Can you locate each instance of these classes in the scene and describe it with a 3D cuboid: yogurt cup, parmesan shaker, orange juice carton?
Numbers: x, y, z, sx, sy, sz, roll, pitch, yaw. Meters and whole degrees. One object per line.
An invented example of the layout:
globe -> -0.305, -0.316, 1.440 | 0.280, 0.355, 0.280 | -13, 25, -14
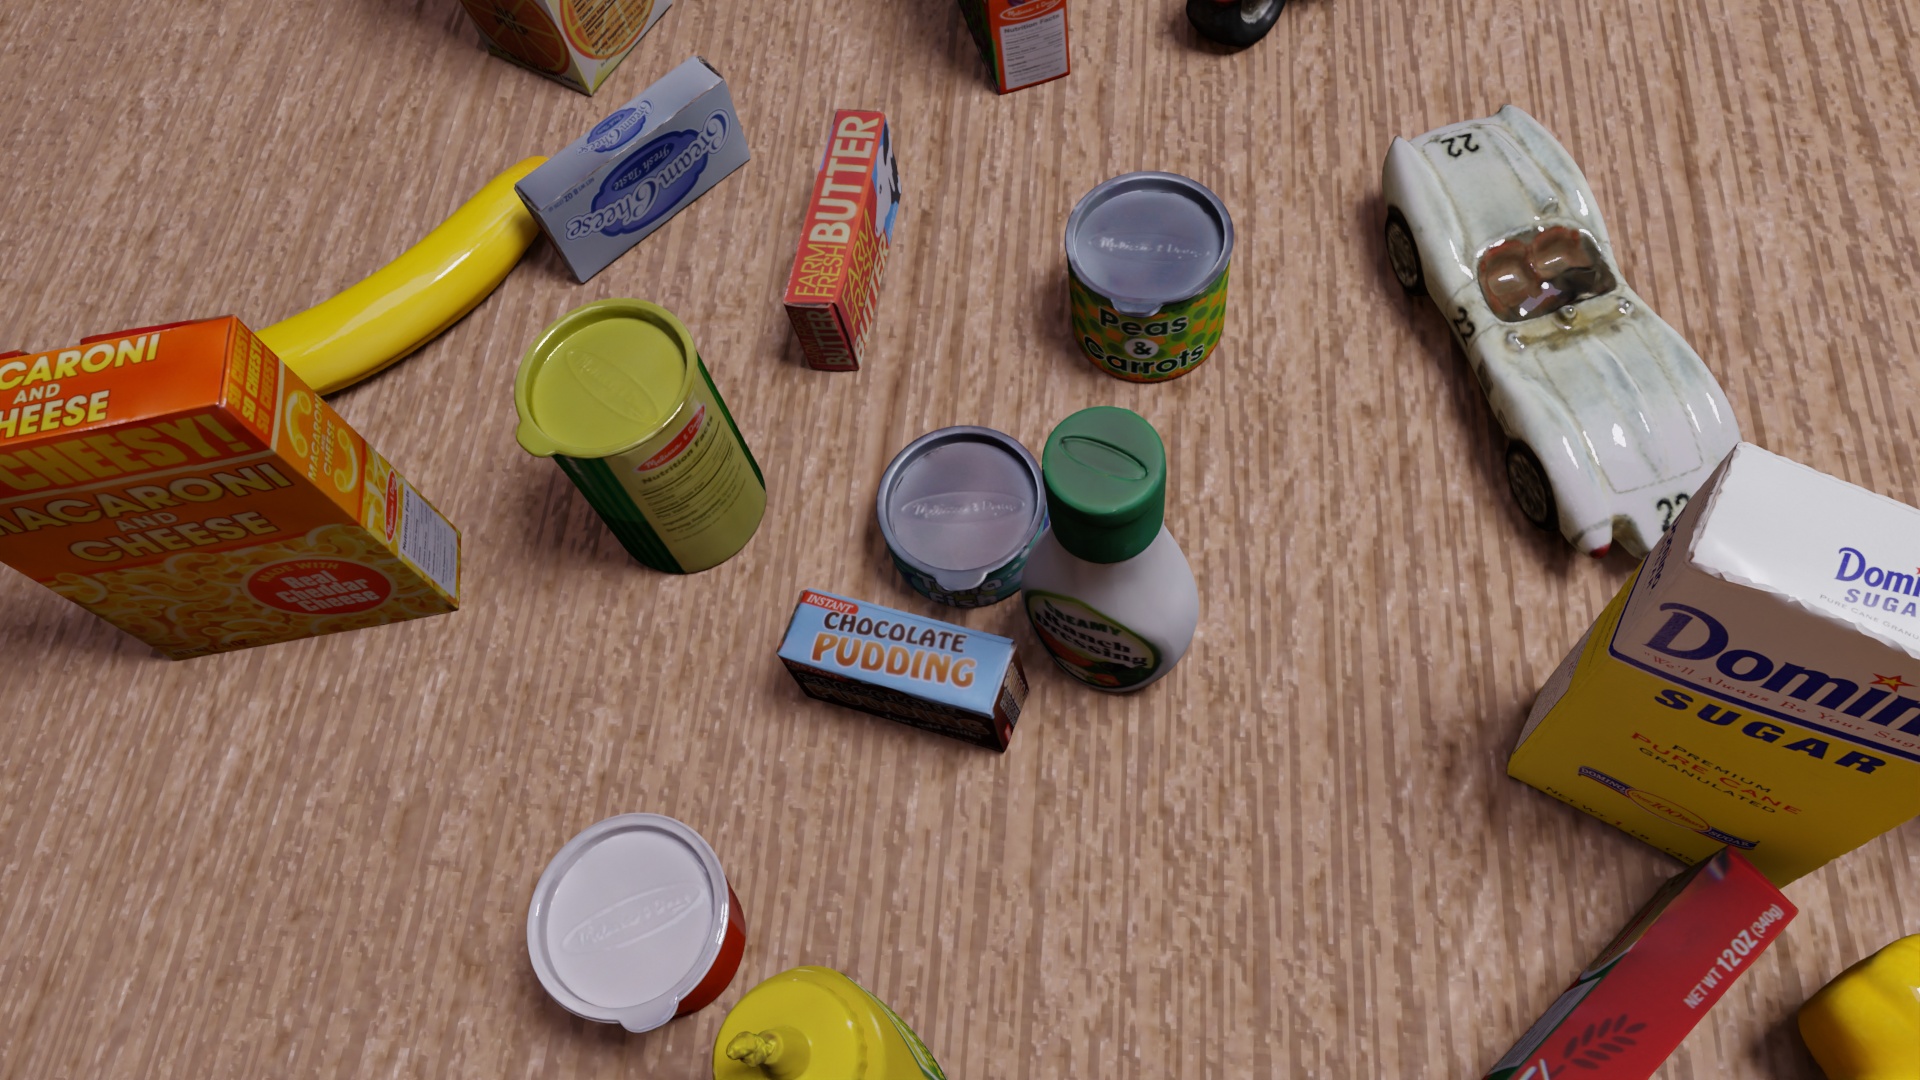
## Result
yogurt cup -> -0.107, 0.133, 0.478 | 0.072, 0.053, 0.072 | -3, 64, 6
parmesan shaker -> -0.121, -0.035, 0.534 | 0.071, 0.102, 0.071 | -3, 64, 6
orange juice carton -> -0.205, -0.303, 0.626 | 0.072, 0.192, 0.073 | 27, 71, 18

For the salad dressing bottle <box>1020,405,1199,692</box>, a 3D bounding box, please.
salad dressing bottle -> 0.049, 0.006, 0.468 | 0.064, 0.147, 0.044 | 24, 70, 17

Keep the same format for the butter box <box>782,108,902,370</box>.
butter box -> -0.049, -0.129, 0.599 | 0.024, 0.053, 0.104 | 6, 65, 10

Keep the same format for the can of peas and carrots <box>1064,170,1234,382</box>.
can of peas and carrots -> 0.077, -0.105, 0.569 | 0.071, 0.058, 0.071 | -3, 64, 6

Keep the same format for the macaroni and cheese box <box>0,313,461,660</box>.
macaroni and cheese box -> -0.278, -0.012, 0.507 | 0.124, 0.165, 0.040 | -11, 64, 2

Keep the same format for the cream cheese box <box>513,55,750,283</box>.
cream cheese box -> -0.146, -0.168, 0.630 | 0.104, 0.053, 0.024 | -41, 66, -13

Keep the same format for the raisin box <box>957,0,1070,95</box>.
raisin box -> 0.018, -0.278, 0.625 | 0.040, 0.123, 0.086 | -17, 63, -1

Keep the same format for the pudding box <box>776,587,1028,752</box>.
pudding box -> -0.020, 0.047, 0.511 | 0.084, 0.049, 0.030 | 14, 67, 14

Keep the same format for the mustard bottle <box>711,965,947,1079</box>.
mustard bottle -> -0.038, 0.154, 0.399 | 0.049, 0.159, 0.065 | -42, 67, -13

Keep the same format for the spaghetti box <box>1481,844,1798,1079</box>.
spaghetti box -> 0.155, 0.190, 0.419 | 0.251, 0.050, 0.029 | -40, 66, -12

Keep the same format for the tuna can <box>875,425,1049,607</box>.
tuna can -> 0.002, -0.007, 0.544 | 0.071, 0.032, 0.071 | -3, 64, 6
